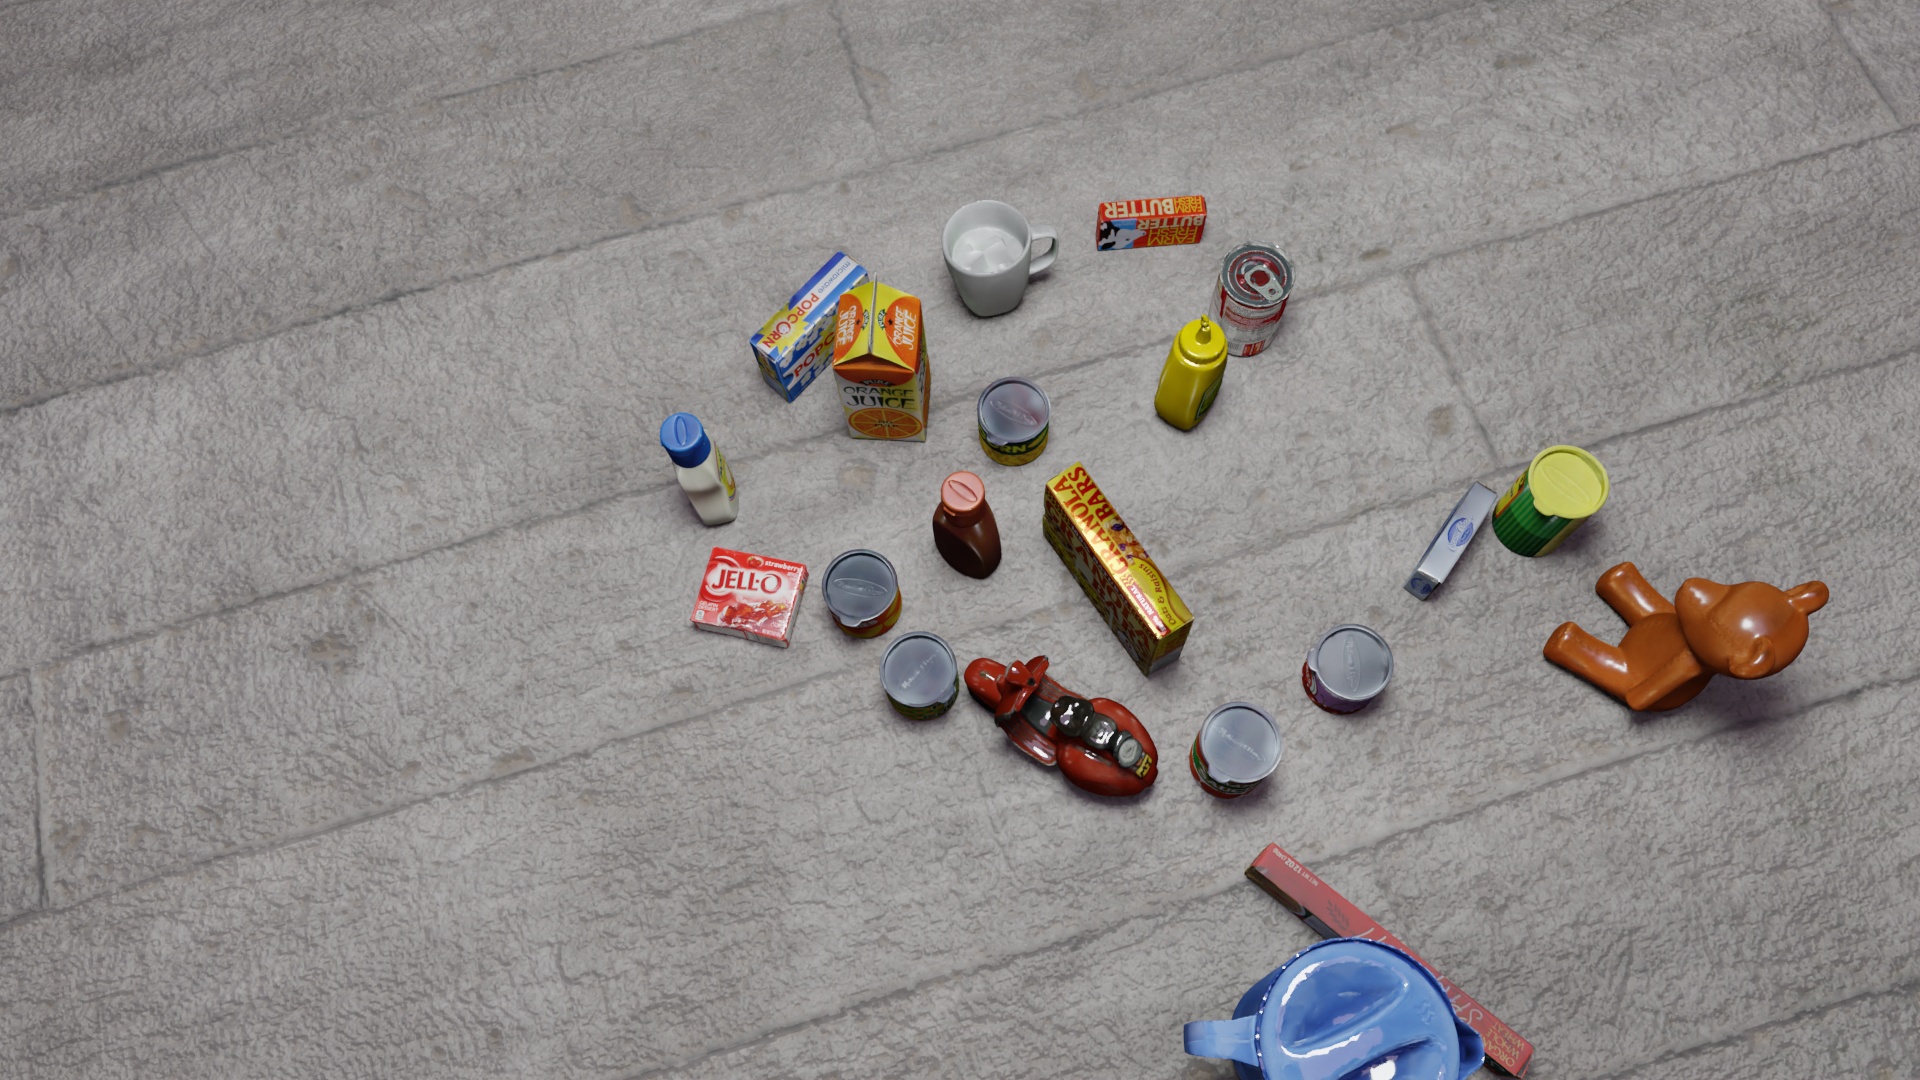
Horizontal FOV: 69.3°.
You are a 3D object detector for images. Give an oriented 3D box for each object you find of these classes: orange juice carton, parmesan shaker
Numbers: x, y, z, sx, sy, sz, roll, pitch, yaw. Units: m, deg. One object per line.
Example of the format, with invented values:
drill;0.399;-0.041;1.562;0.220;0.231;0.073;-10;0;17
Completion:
orange juice carton;-0.069;-0.159;1.230;0.073;0.192;0.072;3;70;4
parmesan shaker;0.508;-0.031;1.208;0.071;0.102;0.071;-1;70;2

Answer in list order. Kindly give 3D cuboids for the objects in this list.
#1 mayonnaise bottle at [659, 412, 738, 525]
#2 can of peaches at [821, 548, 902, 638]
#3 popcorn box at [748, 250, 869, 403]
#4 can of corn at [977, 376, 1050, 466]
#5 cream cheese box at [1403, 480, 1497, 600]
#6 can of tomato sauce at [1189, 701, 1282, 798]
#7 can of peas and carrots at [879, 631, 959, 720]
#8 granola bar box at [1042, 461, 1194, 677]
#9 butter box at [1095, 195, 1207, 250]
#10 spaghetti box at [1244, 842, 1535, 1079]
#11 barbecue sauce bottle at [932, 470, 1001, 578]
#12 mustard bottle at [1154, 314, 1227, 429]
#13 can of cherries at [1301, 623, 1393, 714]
mayonnaise bottle;-0.230;-0.066;1.225;0.041;0.147;0.065;-11;70;-2
can of peaches;-0.087;0.050;1.225;0.071;0.058;0.071;-1;70;2
popcorn box;-0.136;-0.200;1.306;0.038;0.085;0.127;39;76;15
can of corn;0.048;-0.107;1.278;0.071;0.058;0.071;-1;70;2
cream cheese box;0.432;0.001;1.225;0.024;0.053;0.104;34;74;13
can of tomato sauce;0.226;0.177;1.152;0.071;0.083;0.071;-1;70;2
can of peas and carrots;-0.032;0.119;1.196;0.071;0.058;0.071;-1;70;2
granola bar box;0.130;0.028;1.189;0.039;0.123;0.166;-32;72;-9
butter box;0.185;-0.309;1.351;0.103;0.053;0.024;-4;70;1
spaghetti box;0.338;0.333;1.107;0.250;0.050;0.029;38;76;14
barbecue sauce bottle;0.004;-0.015;1.197;0.065;0.148;0.044;37;76;14
mustard bottle;0.209;-0.155;1.236;0.049;0.159;0.065;33;75;13
can of cherries;0.327;0.110;1.186;0.071;0.058;0.072;-1;70;2
